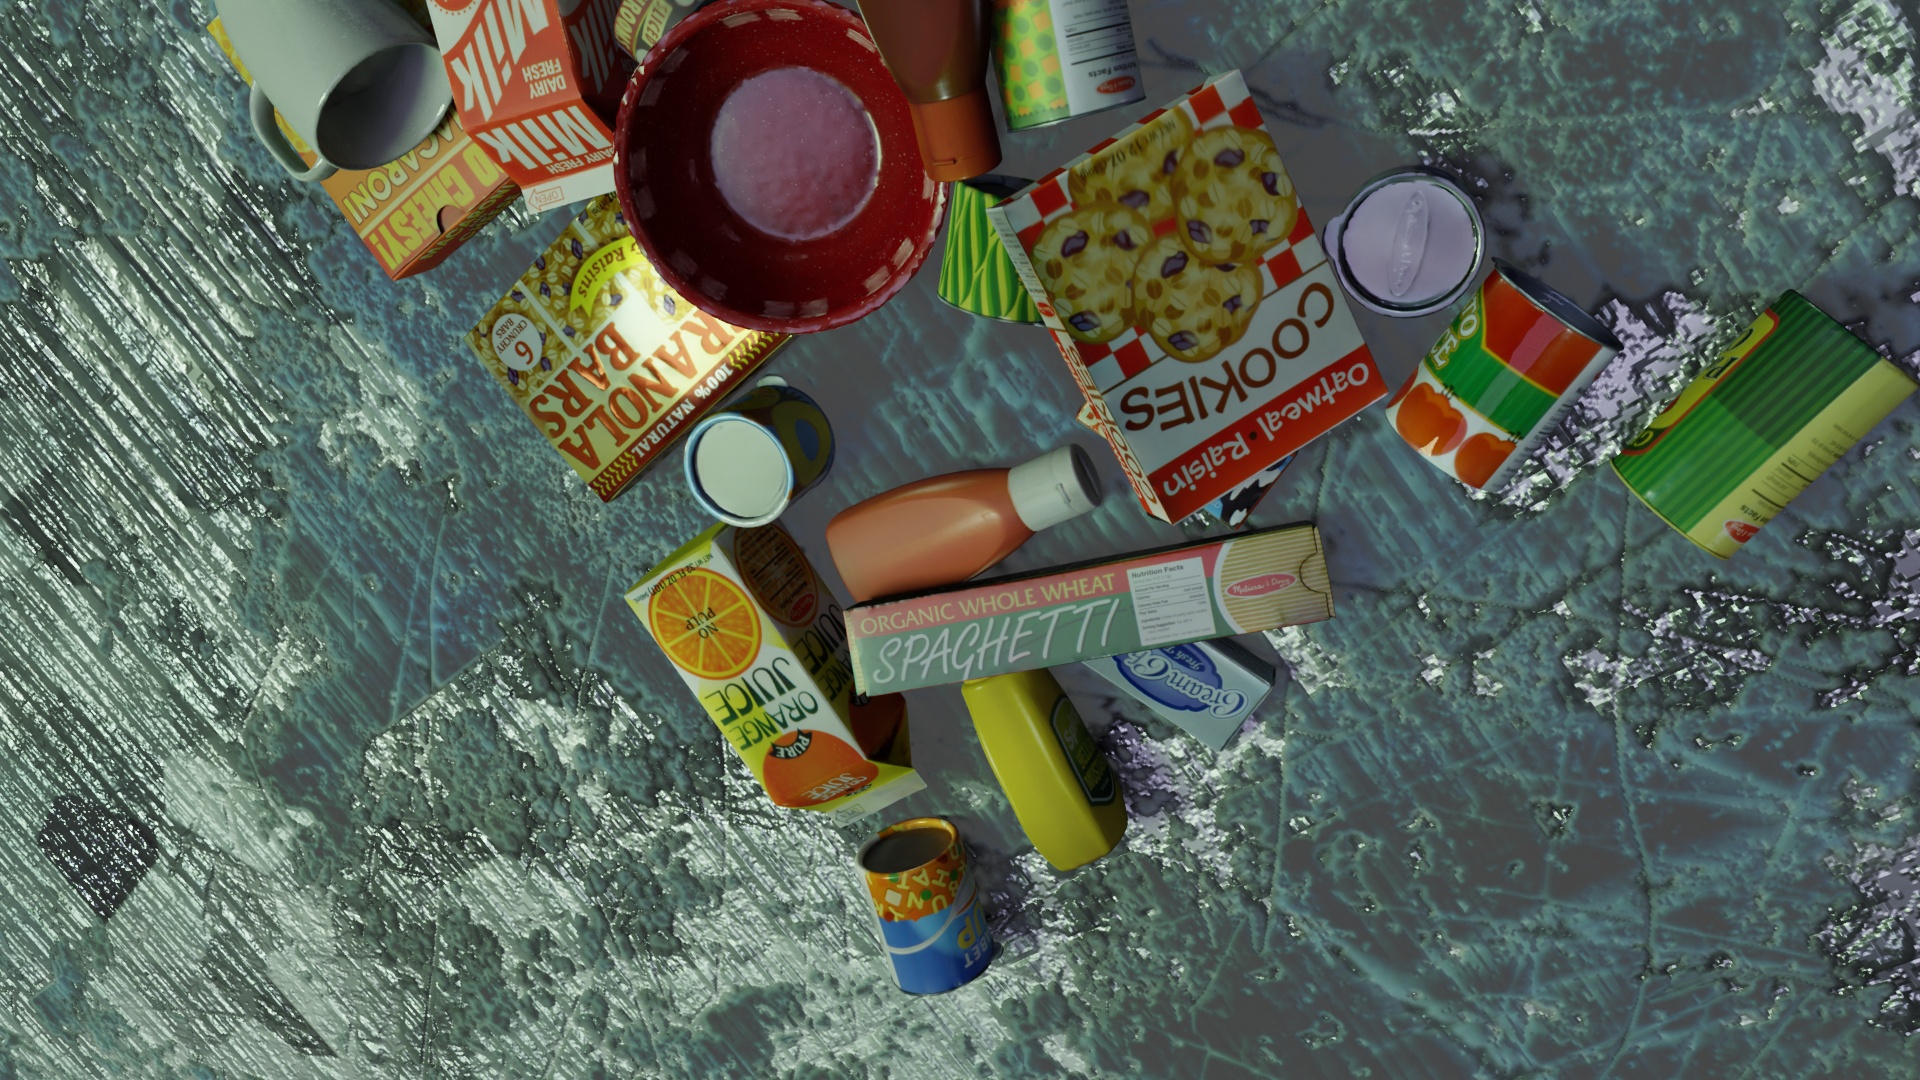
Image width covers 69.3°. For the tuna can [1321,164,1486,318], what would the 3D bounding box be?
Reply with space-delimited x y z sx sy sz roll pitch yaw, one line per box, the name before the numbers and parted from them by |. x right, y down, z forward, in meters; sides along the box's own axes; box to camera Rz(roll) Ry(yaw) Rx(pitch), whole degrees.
tuna can | 0.203 -0.138 0.638 0.071 0.033 0.070 6 113 16

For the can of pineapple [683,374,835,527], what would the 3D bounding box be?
can of pineapple | -0.111 -0.049 0.762 0.071 0.058 0.070 7 113 16

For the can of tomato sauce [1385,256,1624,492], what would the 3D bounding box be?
can of tomato sauce | 0.244 -0.075 0.632 0.071 0.071 0.082 34 118 3

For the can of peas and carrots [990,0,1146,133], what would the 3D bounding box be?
can of peas and carrots | 0.045 -0.224 0.638 0.071 0.071 0.058 -7 108 21

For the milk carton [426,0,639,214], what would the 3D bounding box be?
milk carton | -0.212 -0.264 0.690 0.072 0.074 0.190 -10 101 21

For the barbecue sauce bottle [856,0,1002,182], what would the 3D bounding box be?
barbecue sauce bottle | -0.014 -0.234 0.608 0.065 0.044 0.147 2 124 27

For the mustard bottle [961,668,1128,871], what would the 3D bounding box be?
mustard bottle | 0.038 0.103 0.773 0.048 0.065 0.160 -27 96 24

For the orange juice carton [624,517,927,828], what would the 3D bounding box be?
orange juice carton | -0.098 0.079 0.801 0.071 0.073 0.192 -30 100 26

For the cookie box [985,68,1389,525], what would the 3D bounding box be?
cookie box | 0.106 -0.109 0.639 0.123 0.040 0.167 -31 106 -4

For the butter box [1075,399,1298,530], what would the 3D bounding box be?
butter box | 0.114 -0.056 0.705 0.103 0.024 0.053 36 117 2

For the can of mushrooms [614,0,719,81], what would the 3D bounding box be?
can of mushrooms | -0.137 -0.257 0.680 0.033 0.071 0.070 42 118 0

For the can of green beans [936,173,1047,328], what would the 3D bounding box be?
can of green beans | 0.026 -0.142 0.676 0.071 0.071 0.057 16 115 11

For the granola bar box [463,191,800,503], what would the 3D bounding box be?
granola bar box | -0.179 -0.116 0.768 0.165 0.039 0.124 -37 96 27

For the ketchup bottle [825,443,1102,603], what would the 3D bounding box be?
ketchup bottle | 0.003 -0.009 0.749 0.148 0.044 0.064 -21 105 24

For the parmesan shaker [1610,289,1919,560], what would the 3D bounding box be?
parmesan shaker | 0.351 -0.050 0.609 0.071 0.071 0.102 37 117 1

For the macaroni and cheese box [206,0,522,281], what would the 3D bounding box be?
macaroni and cheese box | -0.314 -0.245 0.760 0.123 0.040 0.166 -30 99 26

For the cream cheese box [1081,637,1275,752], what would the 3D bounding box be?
cream cheese box | 0.114 0.065 0.754 0.104 0.024 0.053 34 118 3

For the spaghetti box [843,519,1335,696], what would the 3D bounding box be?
spaghetti box | 0.064 0.036 0.723 0.250 0.029 0.050 -10 94 10

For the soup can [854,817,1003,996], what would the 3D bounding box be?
soup can | -0.019 0.218 0.836 0.071 0.072 0.083 -9 108 21
